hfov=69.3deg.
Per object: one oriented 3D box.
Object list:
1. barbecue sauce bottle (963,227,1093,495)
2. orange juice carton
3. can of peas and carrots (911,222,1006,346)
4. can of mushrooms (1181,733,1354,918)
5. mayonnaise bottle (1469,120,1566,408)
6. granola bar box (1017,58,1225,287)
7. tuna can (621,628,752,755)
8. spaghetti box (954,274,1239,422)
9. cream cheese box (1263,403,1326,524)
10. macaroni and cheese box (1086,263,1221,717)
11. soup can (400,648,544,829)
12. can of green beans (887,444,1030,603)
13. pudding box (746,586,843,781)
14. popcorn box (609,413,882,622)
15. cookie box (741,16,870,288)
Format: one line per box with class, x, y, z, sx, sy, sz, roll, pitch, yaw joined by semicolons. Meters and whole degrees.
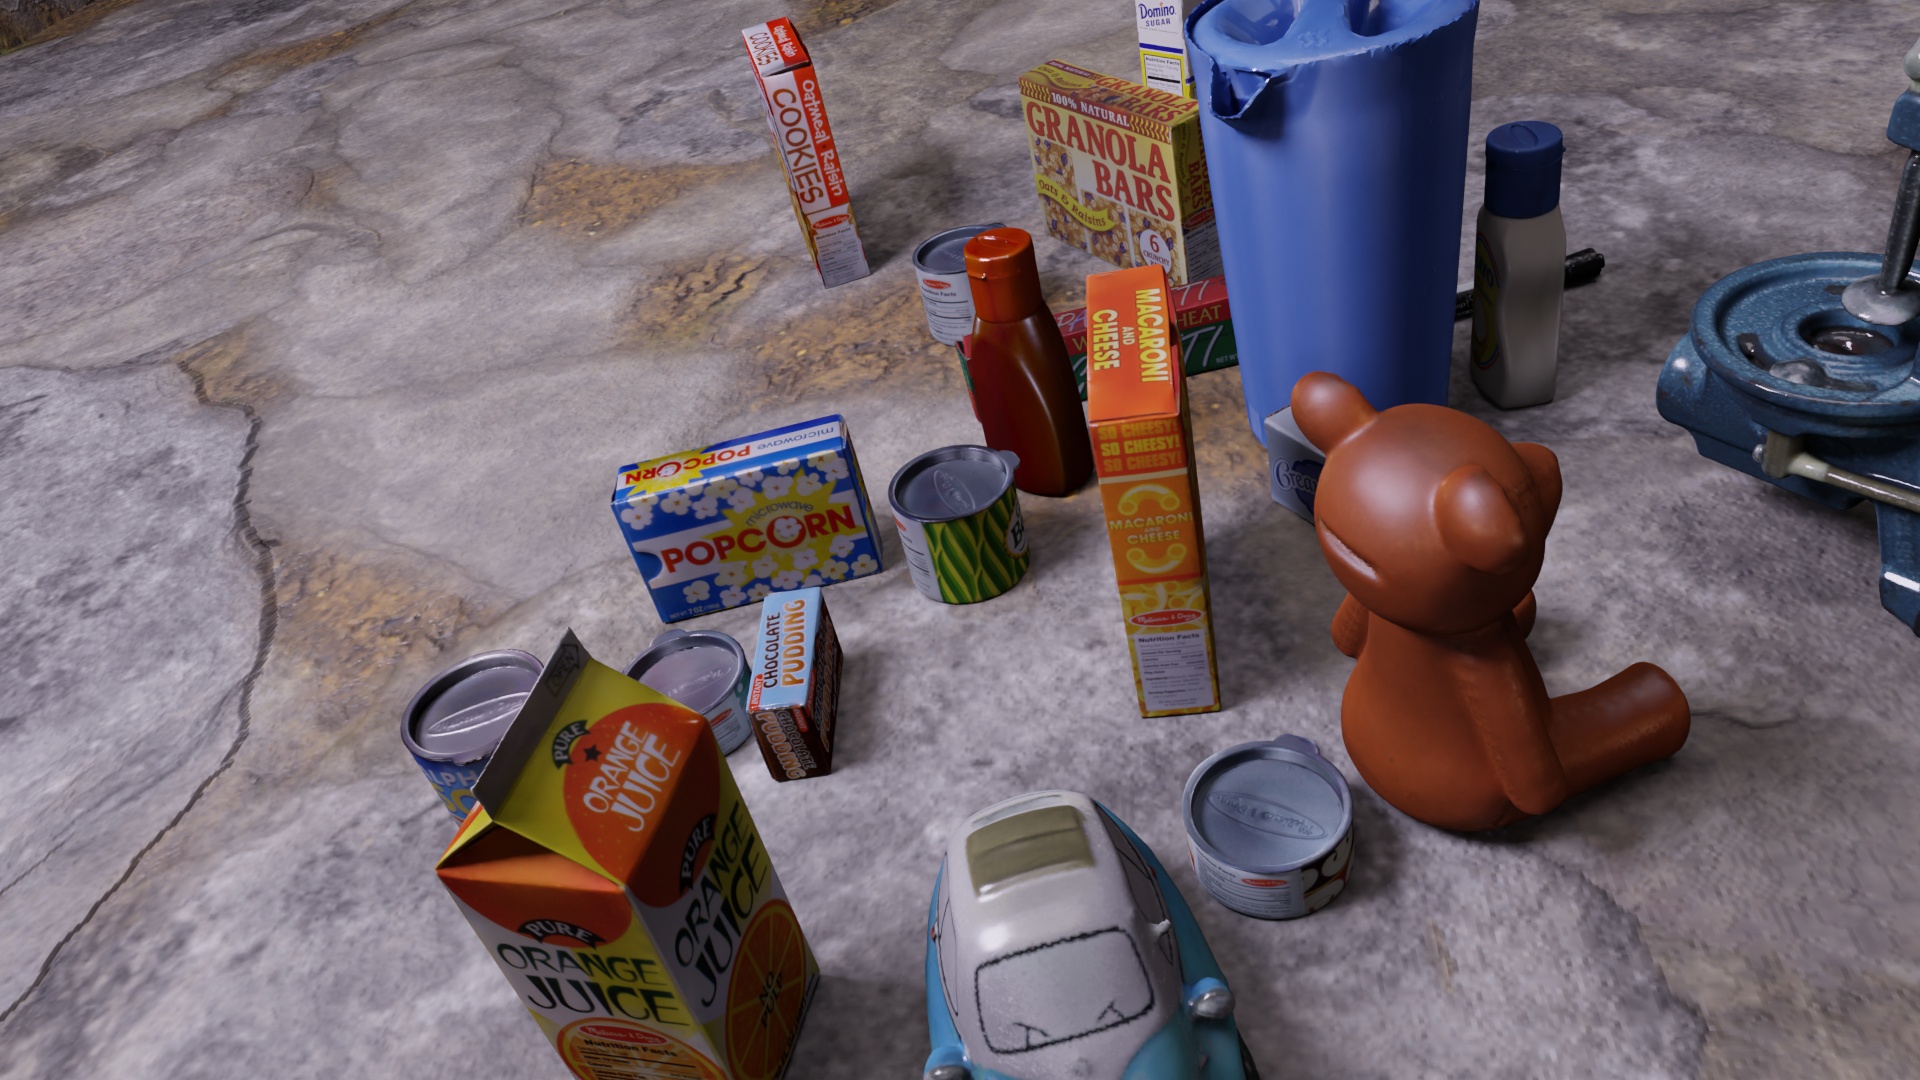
barbecue sauce bottle;0.033;-0.096;0.759;0.065;0.147;0.044;23;51;39
orange juice carton;-0.117;0.124;0.488;0.073;0.191;0.072;-1;39;18
can of peas and carrots;0.007;-0.174;0.941;0.071;0.058;0.071;-9;37;7
can of mushrooms;0.124;0.113;0.555;0.071;0.033;0.071;-9;37;7
mayonnaise bottle;0.296;-0.146;0.738;0.041;0.147;0.065;-10;37;6
granola bar box;0.111;-0.251;0.953;0.039;0.123;0.166;-30;40;-20
tuna can;-0.134;0.077;0.687;0.071;0.032;0.071;-9;37;7
spaghetti box;0.124;-0.125;0.848;0.250;0.050;0.029;-13;37;2
cream cheese box;0.195;-0.025;0.693;0.024;0.053;0.104;-29;39;-18
macaroni and cheese box;0.089;-0.022;0.631;0.040;0.165;0.124;-7;38;10
soup can;-0.205;0.104;0.633;0.071;0.083;0.072;-9;37;7
can of green beans;0.000;-0.009;0.732;0.071;0.057;0.071;-9;37;7
pudding box;-0.079;0.067;0.667;0.030;0.049;0.084;-9;37;7
popcorn box;-0.112;-0.011;0.750;0.127;0.084;0.038;-14;37;1
cookie box;-0.116;-0.292;1.043;0.040;0.166;0.123;-18;37;-4
